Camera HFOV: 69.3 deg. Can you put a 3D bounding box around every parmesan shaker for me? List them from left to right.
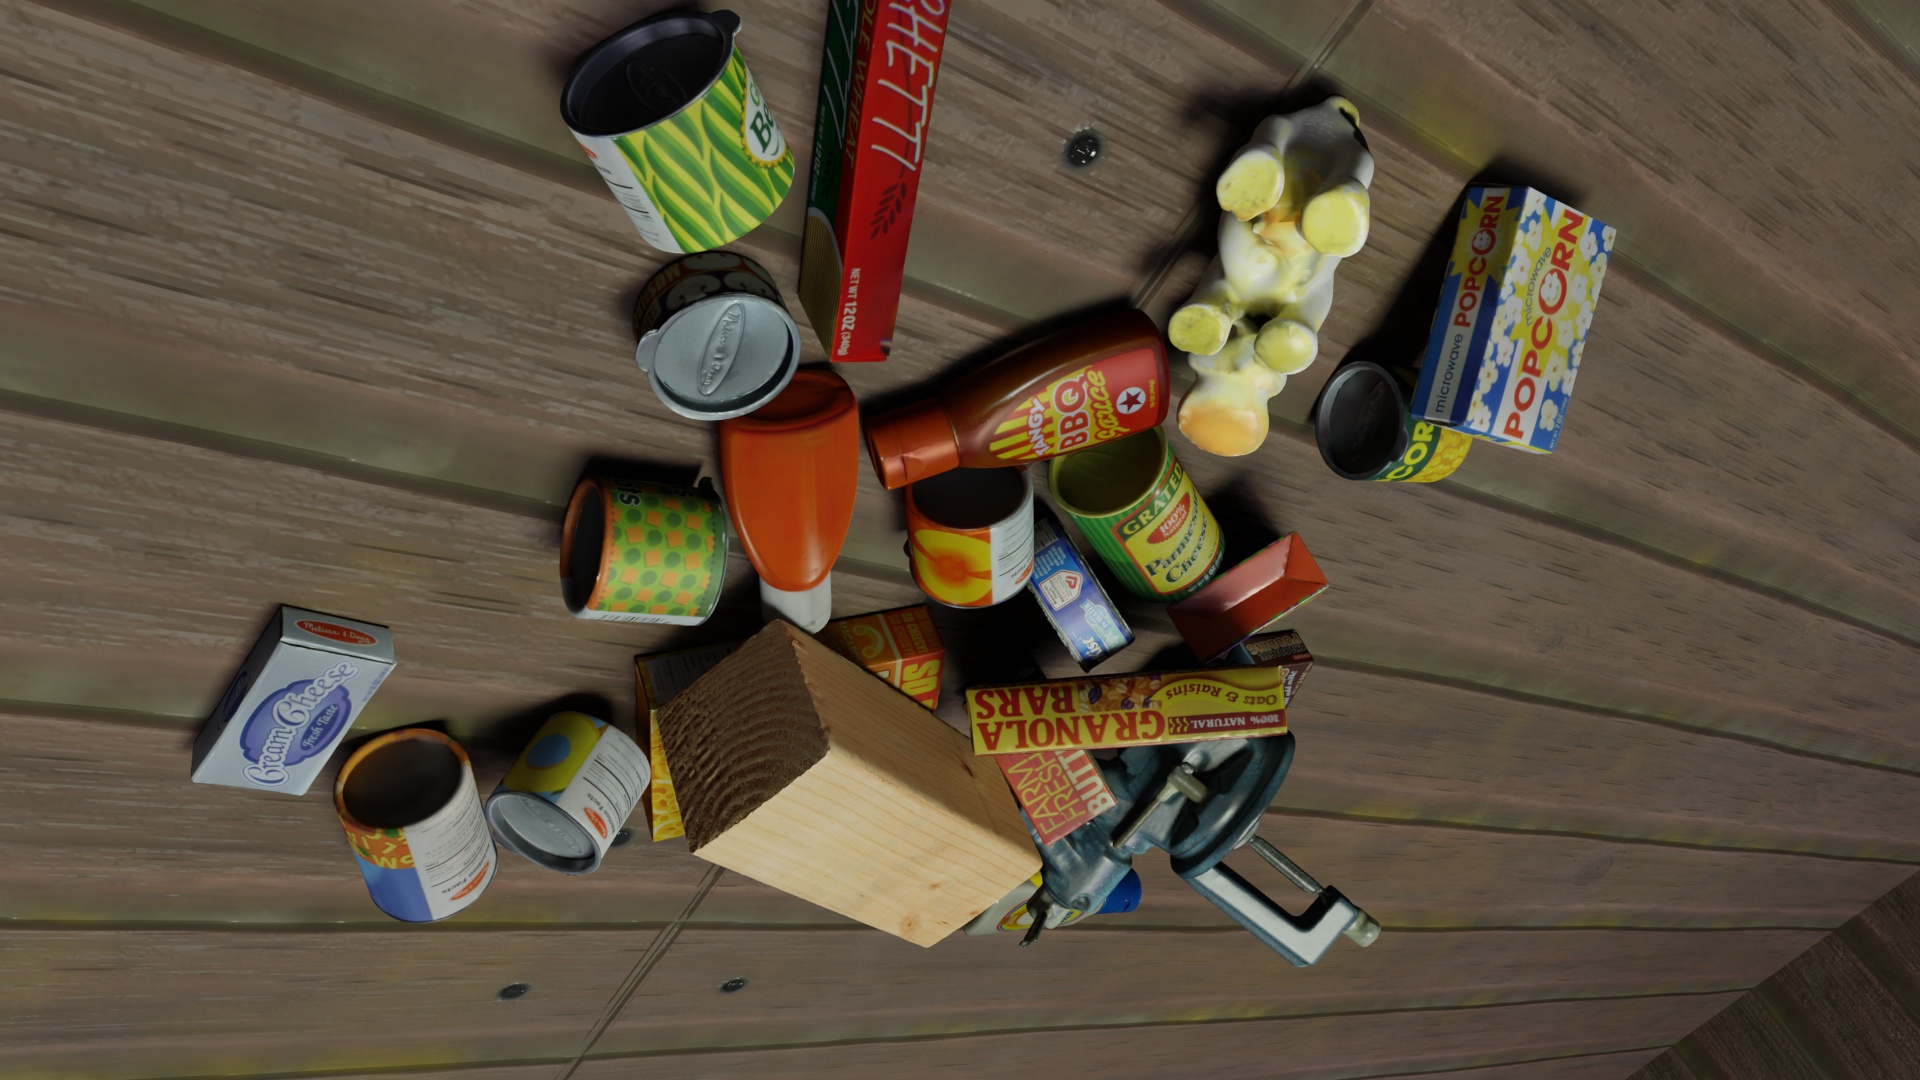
[{"bbox_3d":[0.099,-0.019,0.753,0.071,0.071,0.103,-34,140,8],"label":"parmesan shaker"}]

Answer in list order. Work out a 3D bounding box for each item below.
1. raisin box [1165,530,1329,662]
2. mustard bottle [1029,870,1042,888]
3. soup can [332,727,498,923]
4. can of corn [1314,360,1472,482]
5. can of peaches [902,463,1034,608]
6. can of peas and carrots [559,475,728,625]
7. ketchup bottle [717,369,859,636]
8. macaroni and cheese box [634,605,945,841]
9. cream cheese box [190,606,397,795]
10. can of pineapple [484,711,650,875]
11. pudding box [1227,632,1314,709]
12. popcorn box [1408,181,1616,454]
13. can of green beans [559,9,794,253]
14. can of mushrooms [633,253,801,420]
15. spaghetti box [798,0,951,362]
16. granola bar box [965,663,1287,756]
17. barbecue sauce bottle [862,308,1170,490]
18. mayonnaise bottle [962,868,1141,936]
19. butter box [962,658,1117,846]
[{"bbox_3d":[0.170,0.036,0.828,0.086,0.040,0.123,-33,169,7],"label":"raisin box"},{"bbox_3d":[0.114,0.192,0.996,0.160,0.049,0.065,-30,141,2],"label":"mustard bottle"},{"bbox_3d":[-0.282,0.146,0.717,0.071,0.071,0.083,-12,137,-17],"label":"soup can"},{"bbox_3d":[0.245,-0.065,0.779,0.058,0.071,0.070,0,133,-30],"label":"can of corn"},{"bbox_3d":[0.003,-0.009,0.710,0.071,0.071,0.057,-17,139,-12],"label":"can of peaches"},{"bbox_3d":[-0.146,0.003,0.640,0.059,0.071,0.070,6,130,-32],"label":"can of peas and carrots"},{"bbox_3d":[-0.082,-0.013,0.675,0.065,0.044,0.148,-13,138,-16],"label":"ketchup bottle"},{"bbox_3d":[-0.097,0.105,0.793,0.167,0.040,0.123,-10,137,-20],"label":"macaroni and cheese box"},{"bbox_3d":[-0.316,0.078,0.657,0.053,0.024,0.103,20,121,-41],"label":"cream cheese box"},{"bbox_3d":[-0.206,0.132,0.729,0.071,0.058,0.070,13,134,14],"label":"can of pineapple"},{"bbox_3d":[0.205,0.103,0.966,0.050,0.030,0.083,-4,134,-25],"label":"pudding box"},{"bbox_3d":[0.291,-0.115,0.732,0.085,0.038,0.126,10,96,-35],"label":"popcorn box"},{"bbox_3d":[-0.101,-0.147,0.505,0.071,0.071,0.057,-28,140,0],"label":"can of green beans"},{"bbox_3d":[-0.106,-0.087,0.591,0.071,0.033,0.070,-16,139,-14],"label":"can of mushrooms"},{"bbox_3d":[-0.030,-0.181,0.521,0.029,0.050,0.248,-8,136,-23],"label":"spaghetti box"},{"bbox_3d":[0.091,0.094,0.781,0.165,0.039,0.124,-5,175,4],"label":"granola bar box"},{"bbox_3d":[0.027,-0.064,0.681,0.149,0.044,0.064,-19,135,-10],"label":"barbecue sauce bottle"},{"bbox_3d":[0.071,0.269,1.058,0.148,0.041,0.064,6,130,-33],"label":"mayonnaise bottle"},{"bbox_3d":[0.050,0.131,0.858,0.053,0.103,0.024,-31,175,5],"label":"butter box"}]
